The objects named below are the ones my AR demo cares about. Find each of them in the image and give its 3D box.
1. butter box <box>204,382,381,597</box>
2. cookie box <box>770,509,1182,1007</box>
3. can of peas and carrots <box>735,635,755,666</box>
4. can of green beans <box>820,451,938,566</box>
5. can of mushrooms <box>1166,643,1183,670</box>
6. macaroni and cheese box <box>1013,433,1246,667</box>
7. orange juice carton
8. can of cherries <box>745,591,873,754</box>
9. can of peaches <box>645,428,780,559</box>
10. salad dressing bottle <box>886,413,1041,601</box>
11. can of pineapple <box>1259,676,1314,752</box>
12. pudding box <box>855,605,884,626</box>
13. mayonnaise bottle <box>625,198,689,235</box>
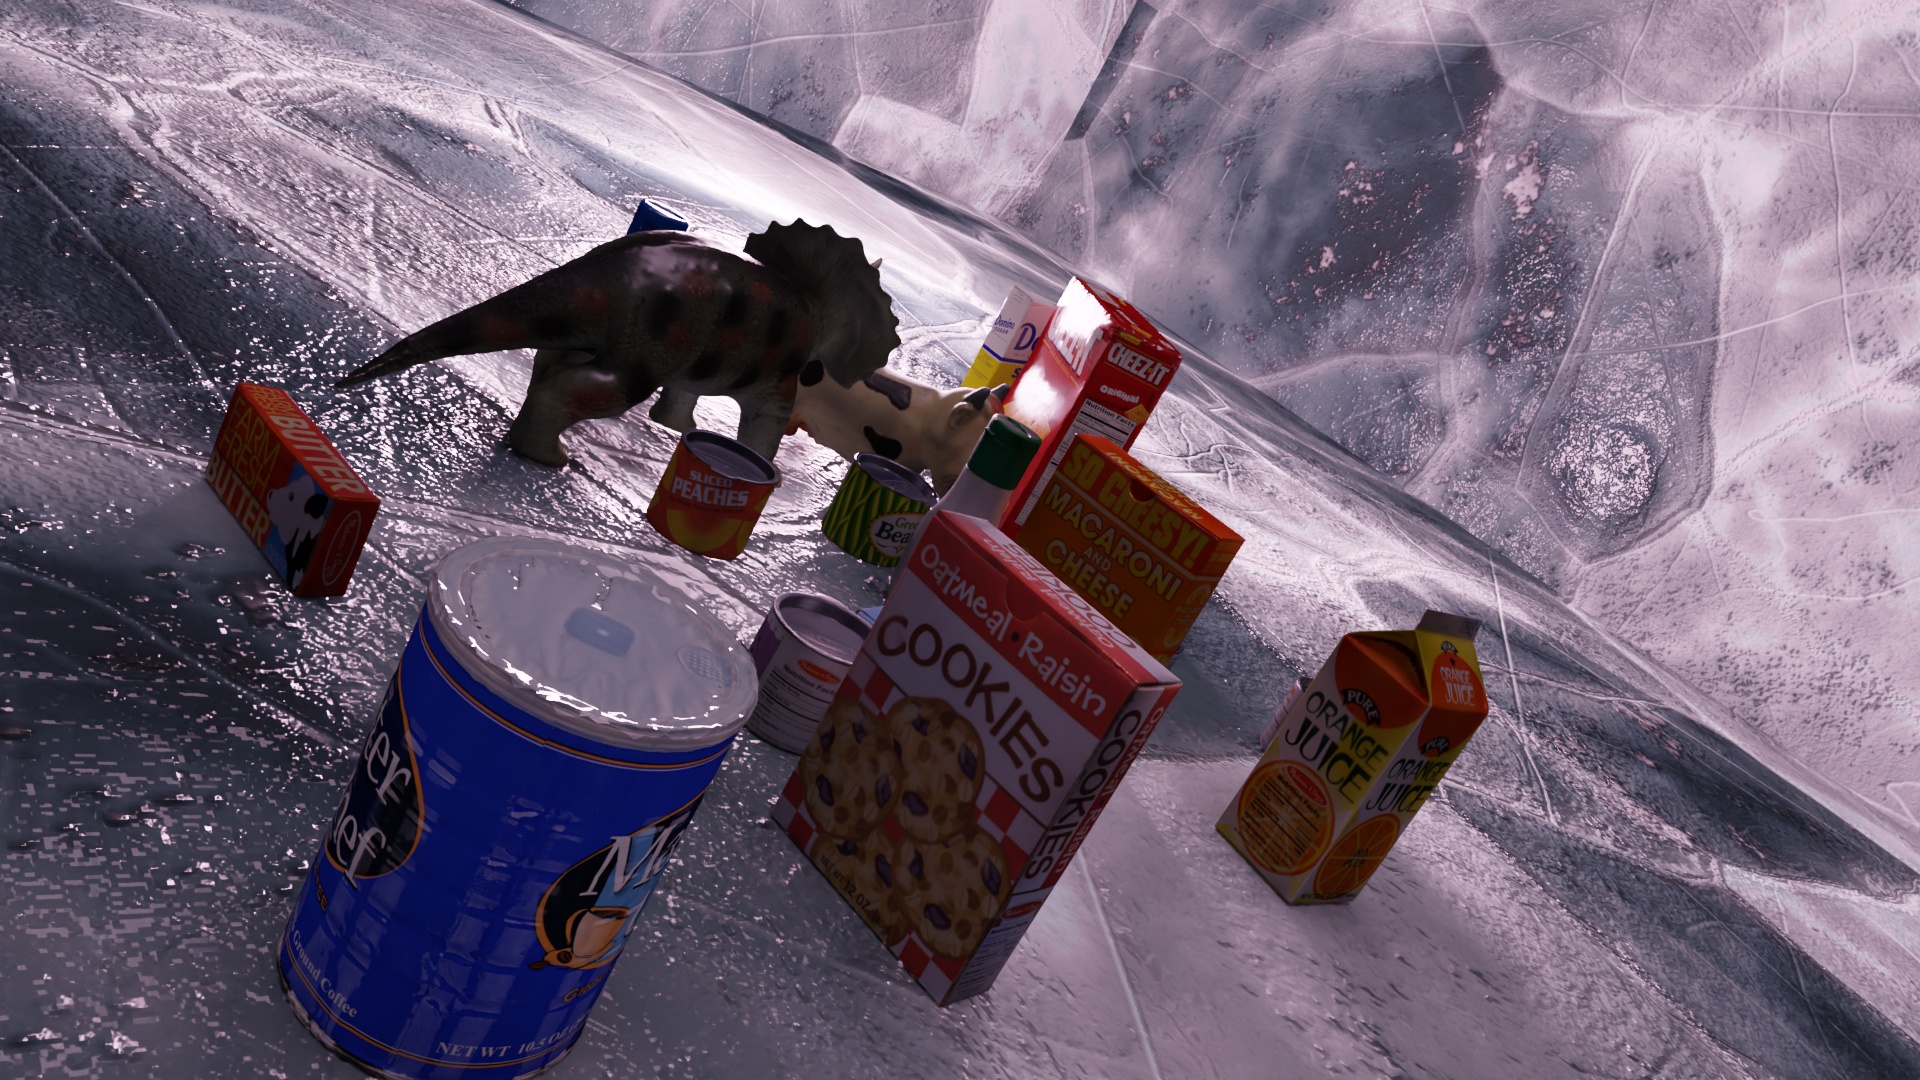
[{"bbox_3d":[-0.304,-0.024,0.630,0.104,0.053,0.024,39,20,30],"label":"butter box"},{"bbox_3d":[0.001,0.090,0.592,0.123,0.167,0.040,40,20,32],"label":"cookie box"},{"bbox_3d":[-0.135,0.068,0.627,0.071,0.058,0.071,26,17,-9],"label":"can of peas and carrots"},{"bbox_3d":[-0.059,-0.022,0.996,0.071,0.057,0.071,26,17,-9],"label":"can of green beans"},{"bbox_3d":[0.130,0.077,1.052,0.071,0.033,0.071,26,18,-9],"label":"can of mushrooms"},{"bbox_3d":[0.084,0.035,0.878,0.124,0.166,0.040,40,20,31],"label":"macaroni and cheese box"},{"bbox_3d":[0.245,0.123,0.837,0.072,0.192,0.073,13,23,-43],"label":"orange juice carton"},{"bbox_3d":[-0.078,0.068,0.715,0.071,0.058,0.072,26,17,-9],"label":"can of cherries"},{"bbox_3d":[-0.155,-0.028,0.864,0.071,0.058,0.071,26,17,-9],"label":"can of peaches"},{"bbox_3d":[0.003,-0.011,0.912,0.044,0.147,0.064,17,21,-34],"label":"salad dressing bottle"},{"bbox_3d":[0.267,0.145,1.035,0.071,0.057,0.071,26,17,-9],"label":"can of pineapple"},{"bbox_3d":[-0.031,0.079,0.771,0.084,0.049,0.030,36,18,22],"label":"pudding box"},{"bbox_3d":[-0.235,-0.164,0.967,0.065,0.147,0.041,27,17,-7],"label":"mayonnaise bottle"}]
